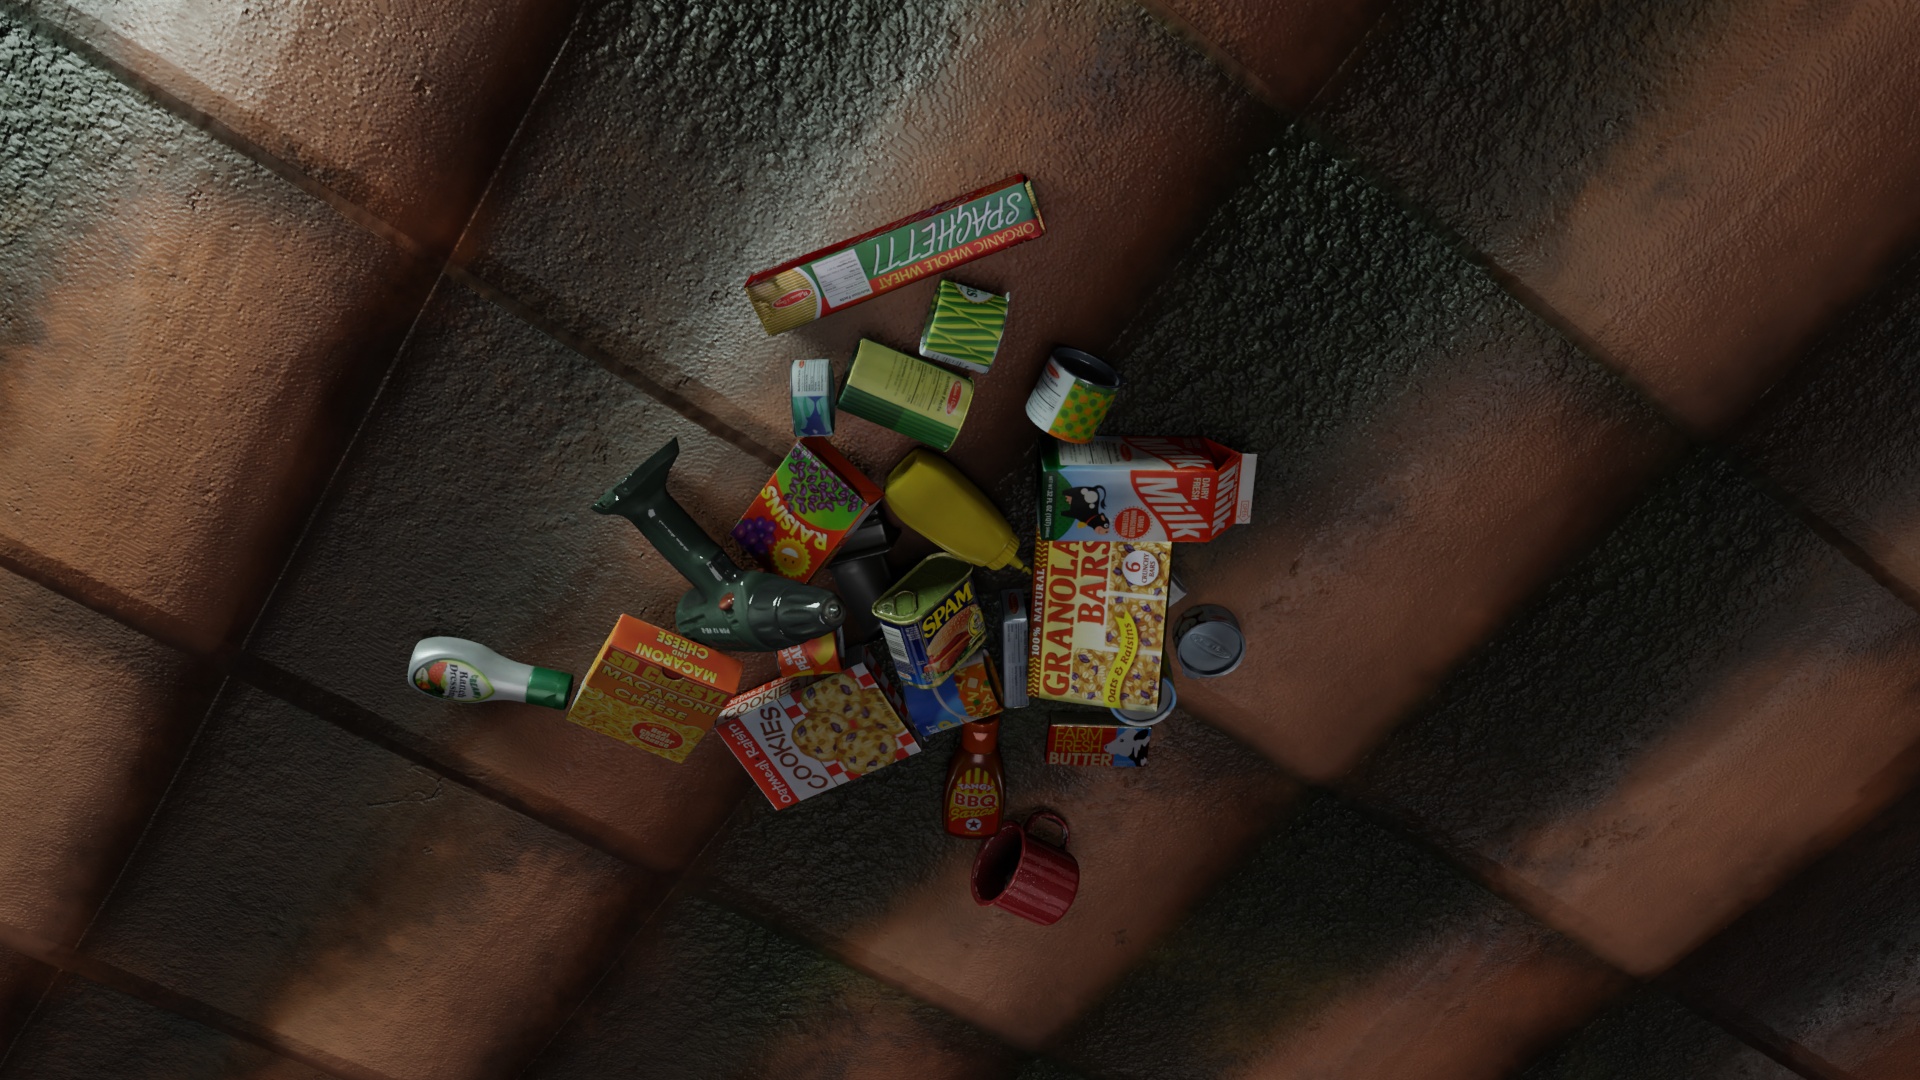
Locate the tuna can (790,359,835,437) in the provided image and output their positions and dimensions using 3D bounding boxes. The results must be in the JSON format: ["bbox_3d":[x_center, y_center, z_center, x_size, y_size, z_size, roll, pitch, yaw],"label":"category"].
[{"bbox_3d":[-0.125,-0.119,1.185,0.033,0.071,0.070,-2,120,0],"label":"tuna can"}]

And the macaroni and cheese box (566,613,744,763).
[{"bbox_3d":[-0.291,0.144,1.316,0.124,0.040,0.165,24,141,-15],"label":"macaroni and cheese box"}]

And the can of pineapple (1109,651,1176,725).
[{"bbox_3d":[0.173,0.135,1.343,0.071,0.058,0.070,0,120,0],"label":"can of pineapple"}]

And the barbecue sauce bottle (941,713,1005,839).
[{"bbox_3d":[0.016,0.234,1.406,0.065,0.044,0.147,3,120,-2],"label":"barbecue sauce bottle"}]

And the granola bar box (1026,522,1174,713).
[{"bbox_3d":[0.128,0.067,1.273,0.124,0.039,0.165,6,103,12],"label":"granola bar box"}]

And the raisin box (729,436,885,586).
[{"bbox_3d":[-0.137,-0.022,1.235,0.086,0.040,0.123,43,118,3],"label":"raisin box"}]

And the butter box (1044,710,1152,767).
[{"bbox_3d":[0.138,0.200,1.400,0.103,0.024,0.052,2,120,-2],"label":"butter box"}]

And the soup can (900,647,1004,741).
[{"bbox_3d":[-0.006,0.149,1.341,0.084,0.072,0.071,-18,119,9],"label":"soup can"}]

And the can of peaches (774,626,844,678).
[{"bbox_3d":[-0.142,0.095,1.307,0.058,0.071,0.071,-5,120,1],"label":"can of peaches"}]

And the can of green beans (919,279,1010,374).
[{"bbox_3d":[0.003,-0.178,1.152,0.058,0.071,0.071,16,119,-9],"label":"can of green beans"}]

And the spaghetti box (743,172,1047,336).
[{"bbox_3d":[-0.053,-0.234,1.140,0.250,0.029,0.050,-19,119,10],"label":"spaghetti box"}]

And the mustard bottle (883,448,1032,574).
[{"bbox_3d":[0.004,-0.016,1.257,0.160,0.049,0.065,39,112,-21],"label":"mustard bottle"}]

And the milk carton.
[{"bbox_3d":[0.164,-0.046,1.227,0.191,0.074,0.072,0,119,-1],"label":"milk carton"}]

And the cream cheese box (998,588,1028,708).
[{"bbox_3d":[0.051,0.103,1.325,0.024,0.053,0.103,-3,121,-1],"label":"cream cheese box"}]

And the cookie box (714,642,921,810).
[{"bbox_3d":[-0.141,0.186,1.378,0.167,0.040,0.122,-24,118,12],"label":"cookie box"}]

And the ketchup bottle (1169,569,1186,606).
[{"bbox_3d":[0.145,0.079,1.317,0.148,0.044,0.064,-38,106,19],"label":"ketchup bottle"}]

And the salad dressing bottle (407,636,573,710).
[{"bbox_3d":[-0.451,0.132,1.339,0.148,0.044,0.064,12,121,-8],"label":"salad dressing bottle"}]

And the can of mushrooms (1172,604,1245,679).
[{"bbox_3d":[0.237,0.098,1.336,0.071,0.033,0.070,-1,121,-1],"label":"can of mushrooms"}]

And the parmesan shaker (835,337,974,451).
[{"bbox_3d":[-0.047,-0.127,1.184,0.103,0.071,0.071,21,118,-12],"label":"parmesan shaker"}]

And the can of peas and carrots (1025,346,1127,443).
[{"bbox_3d":[0.098,-0.124,1.186,0.071,0.071,0.058,20,119,-12],"label":"can of peas and carrots"}]
